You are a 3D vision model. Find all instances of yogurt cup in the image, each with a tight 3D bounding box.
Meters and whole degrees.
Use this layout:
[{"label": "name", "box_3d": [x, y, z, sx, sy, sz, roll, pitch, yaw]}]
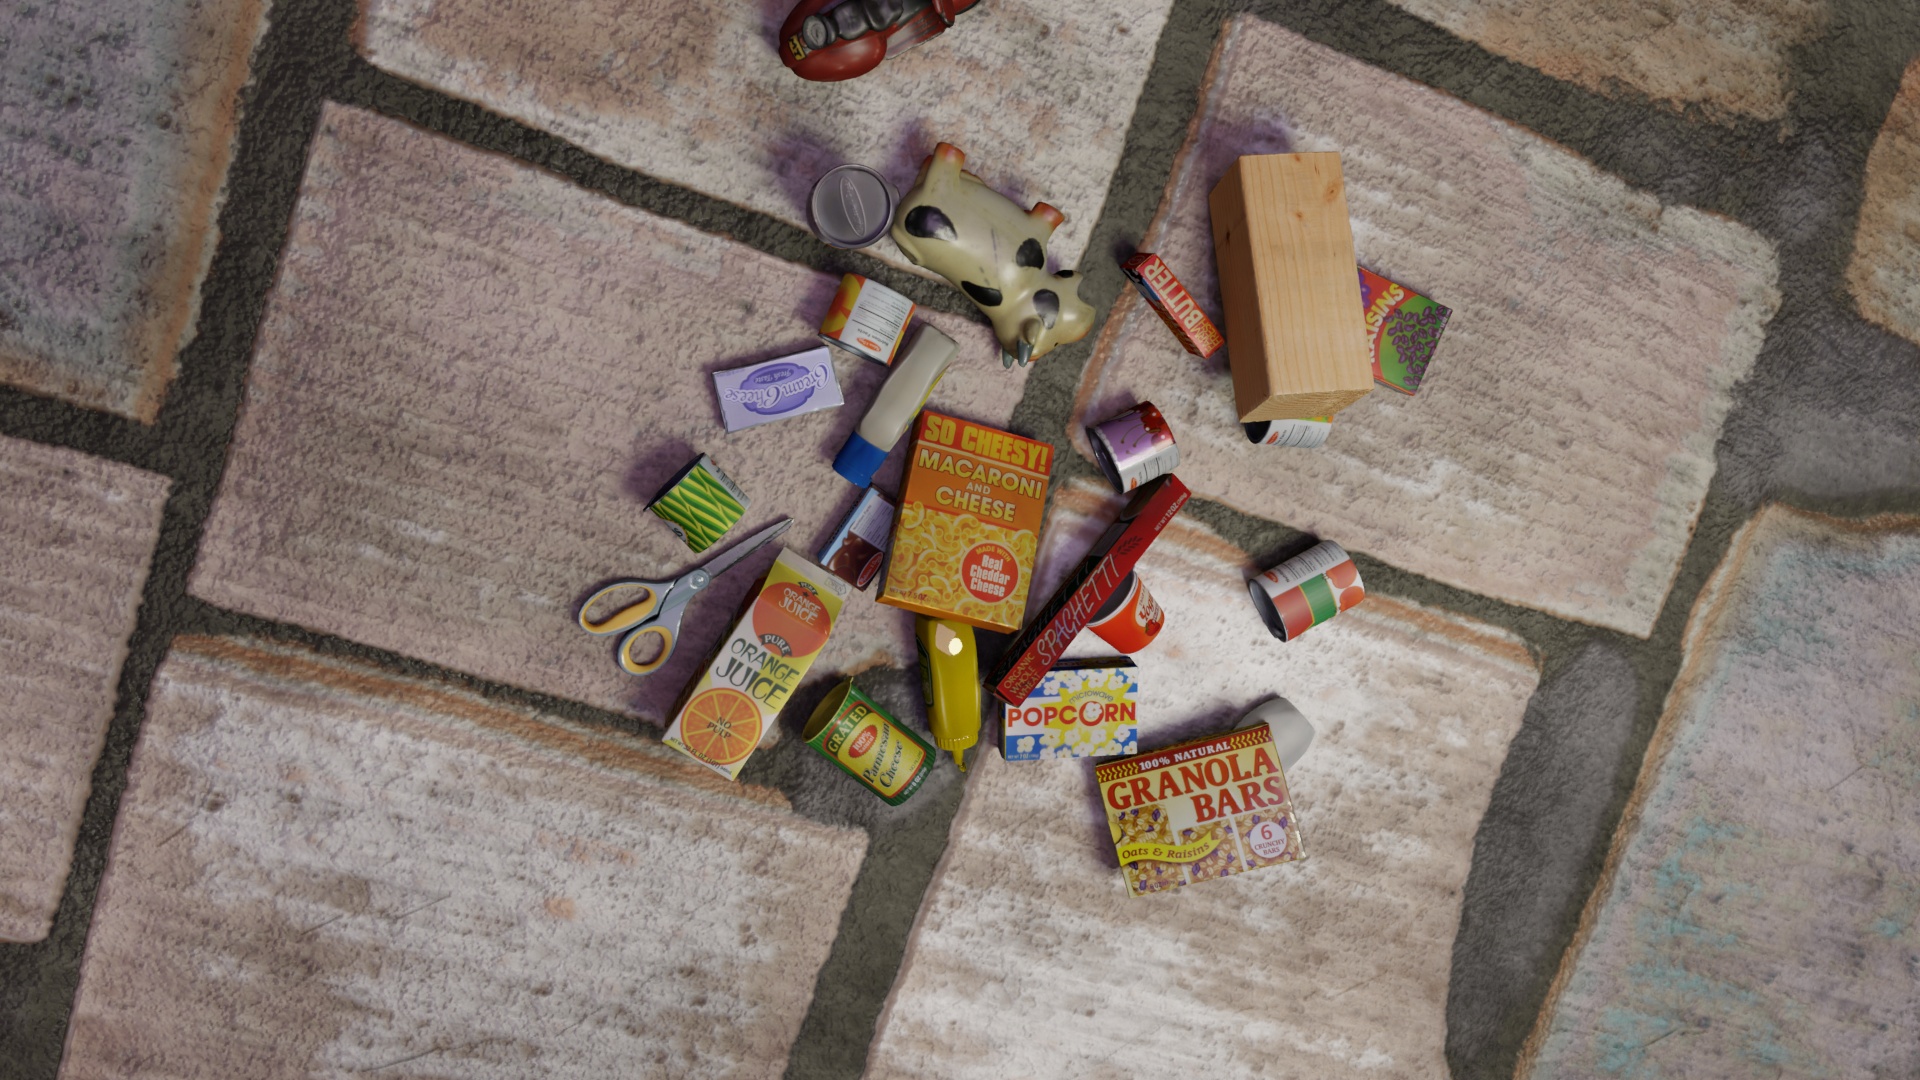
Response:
[{"label": "yogurt cup", "box_3d": [0.147, 0.065, 1.251, 0.072, 0.072, 0.054, -45, 113, 1]}]

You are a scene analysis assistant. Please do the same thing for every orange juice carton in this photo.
[{"label": "orange juice carton", "box_3d": [-0.175, 0.102, 1.197, 0.072, 0.073, 0.192, 33, 93, -14]}]

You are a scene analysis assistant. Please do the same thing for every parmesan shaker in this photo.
[{"label": "parmesan shaker", "box_3d": [-0.079, 0.179, 1.232, 0.103, 0.071, 0.071, 39, 92, -15]}]

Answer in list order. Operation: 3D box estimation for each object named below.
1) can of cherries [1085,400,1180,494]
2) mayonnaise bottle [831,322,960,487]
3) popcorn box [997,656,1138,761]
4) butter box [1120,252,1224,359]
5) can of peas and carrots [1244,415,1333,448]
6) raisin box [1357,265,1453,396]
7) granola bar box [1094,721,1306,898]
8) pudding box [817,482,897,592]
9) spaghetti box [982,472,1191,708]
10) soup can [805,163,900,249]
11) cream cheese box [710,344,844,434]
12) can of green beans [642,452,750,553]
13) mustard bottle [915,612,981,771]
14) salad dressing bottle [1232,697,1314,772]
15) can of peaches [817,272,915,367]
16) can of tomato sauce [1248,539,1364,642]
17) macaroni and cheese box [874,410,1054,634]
[{"label": "can of cherries", "box_3d": [0.151, -0.084, 1.222, 0.058, 0.071, 0.071, -27, 104, -4]}, {"label": "mayonnaise bottle", "box_3d": [-0.055, -0.115, 1.183, 0.041, 0.065, 0.148, 33, 98, -4]}, {"label": "popcorn box", "box_3d": [0.098, 0.153, 1.271, 0.127, 0.038, 0.085, -2, 99, -9]}, {"label": "butter box", "box_3d": [0.185, -0.206, 1.211, 0.024, 0.053, 0.103, -41, 104, 2]}, {"label": "can of peas and carrots", "box_3d": [0.293, -0.119, 1.240, 0.059, 0.071, 0.070, 5, 100, -11]}, {"label": "raisin box", "box_3d": [0.367, -0.193, 1.252, 0.123, 0.040, 0.086, 22, 97, -12]}, {"label": "granola bar box", "box_3d": [0.218, 0.246, 1.271, 0.165, 0.039, 0.124, -16, 84, 9]}, {"label": "pudding box", "box_3d": [-0.083, -0.004, 1.215, 0.049, 0.030, 0.083, 33, 94, -15]}, {"label": "spaghetti box", "box_3d": [0.111, 0.043, 1.225, 0.028, 0.050, 0.250, 41, 82, -10]}, {"label": "soup can", "box_3d": [-0.089, -0.272, 1.135, 0.071, 0.084, 0.071, -2, 102, -9]}, {"label": "cream cheese box", "box_3d": [-0.155, -0.129, 1.181, 0.104, 0.024, 0.053, -15, 103, -7]}, {"label": "can of green beans", "box_3d": [-0.219, -0.031, 1.167, 0.071, 0.071, 0.057, -43, 105, 0]}, {"label": "mustard bottle", "box_3d": [-0.008, 0.135, 1.238, 0.049, 0.065, 0.159, -10, 105, -12]}, {"label": "salad dressing bottle", "box_3d": [0.265, 0.212, 1.310, 0.147, 0.044, 0.064, -41, 106, 2]}, {"label": "can of peaches", "box_3d": [-0.079, -0.185, 1.162, 0.071, 0.071, 0.058, 24, 92, -13]}, {"label": "can of tomato sauce", "box_3d": [0.318, 0.048, 1.276, 0.083, 0.071, 0.071, -27, 104, -4]}, {"label": "macaroni and cheese box", "box_3d": [0.004, -0.015, 1.193, 0.124, 0.040, 0.167, 15, 75, -13]}]
